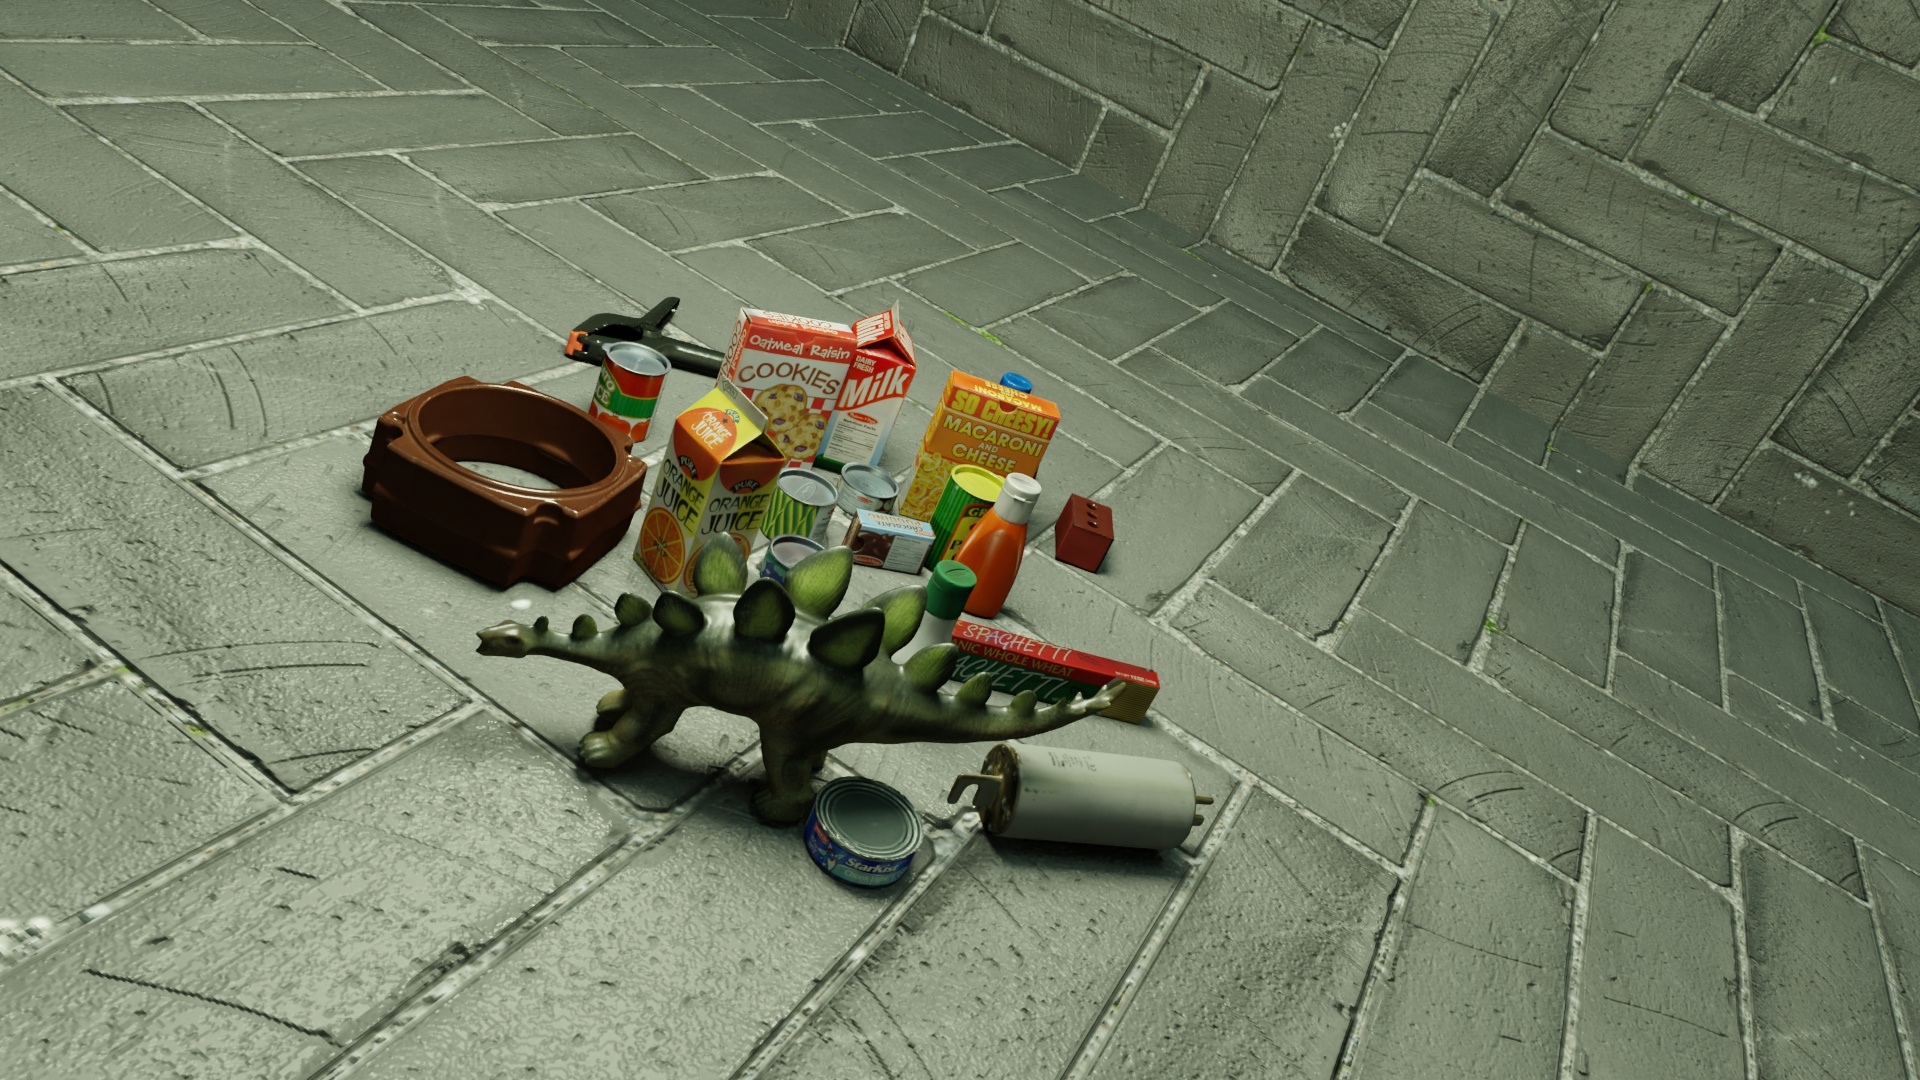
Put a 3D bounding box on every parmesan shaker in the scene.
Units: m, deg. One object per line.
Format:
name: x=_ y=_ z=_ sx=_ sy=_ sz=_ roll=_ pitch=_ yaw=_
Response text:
parmesan shaker: x=0.005 y=-0.018 z=1.437 sx=0.071 sy=0.102 sz=0.071 roll=19 pitch=28 yaw=-10

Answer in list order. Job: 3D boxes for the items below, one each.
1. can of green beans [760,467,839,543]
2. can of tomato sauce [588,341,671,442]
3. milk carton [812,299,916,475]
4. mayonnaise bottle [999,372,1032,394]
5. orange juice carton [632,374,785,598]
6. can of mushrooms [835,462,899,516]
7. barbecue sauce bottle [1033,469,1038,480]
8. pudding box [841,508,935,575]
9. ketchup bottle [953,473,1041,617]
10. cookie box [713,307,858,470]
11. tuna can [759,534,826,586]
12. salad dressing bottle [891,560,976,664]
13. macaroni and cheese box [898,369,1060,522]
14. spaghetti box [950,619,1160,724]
can of green beans: x=-0.160 y=-0.031 z=1.379 sx=0.071 sy=0.057 sz=0.071 roll=19 pitch=28 yaw=-10
can of tomato sauce: x=-0.342 y=-0.152 z=1.421 sx=0.071 sy=0.082 sz=0.071 roll=19 pitch=28 yaw=-10
milk carton: x=-0.101 y=-0.167 z=1.518 sx=0.073 sy=0.189 sz=0.073 roll=16 pitch=29 yaw=-15
mayonnaise bottle: x=0.038 y=-0.121 z=1.591 sx=0.065 sy=0.147 sz=0.041 roll=27 pitch=28 yaw=5
orange juice carton: x=-0.216 y=-0.045 z=1.218 sx=0.073 sy=0.191 sz=0.072 roll=-8 pitch=42 yaw=-46
can of mushrooms: x=-0.100 y=-0.053 z=1.489 sx=0.071 sy=0.033 sz=0.071 roll=19 pitch=28 yaw=-10
barbecue sauce bottle: x=0.060 y=-0.088 z=1.551 sx=0.065 sy=0.147 sz=0.044 roll=11 pitch=31 yaw=-24
pudding box: x=-0.073 y=0.002 z=1.399 sx=0.084 sy=0.049 sz=0.030 roll=11 pitch=31 yaw=-24
ketchup bottle: x=0.035 y=0.004 z=1.374 sx=0.065 sy=0.148 sz=0.044 roll=22 pitch=28 yaw=-5
cookie box: x=-0.191 y=-0.154 z=1.451 sx=0.123 sy=0.166 sz=0.040 roll=5 pitch=33 yaw=-33
tuna can: x=-0.152 y=0.027 z=1.312 sx=0.071 sy=0.032 sz=0.071 roll=19 pitch=28 yaw=-10
salad dressing bottle: x=-0.030 y=0.085 z=1.185 sx=0.064 sy=0.147 sz=0.044 roll=-10 pitch=43 yaw=-47
macaroni and cheese box: x=0.019 y=-0.087 z=1.499 sx=0.124 sy=0.165 sz=0.040 roll=16 pitch=29 yaw=-15
spaghetti box: x=0.066 y=0.120 z=1.302 sx=0.250 sy=0.050 sz=0.029 roll=15 pitch=29 yaw=-16
